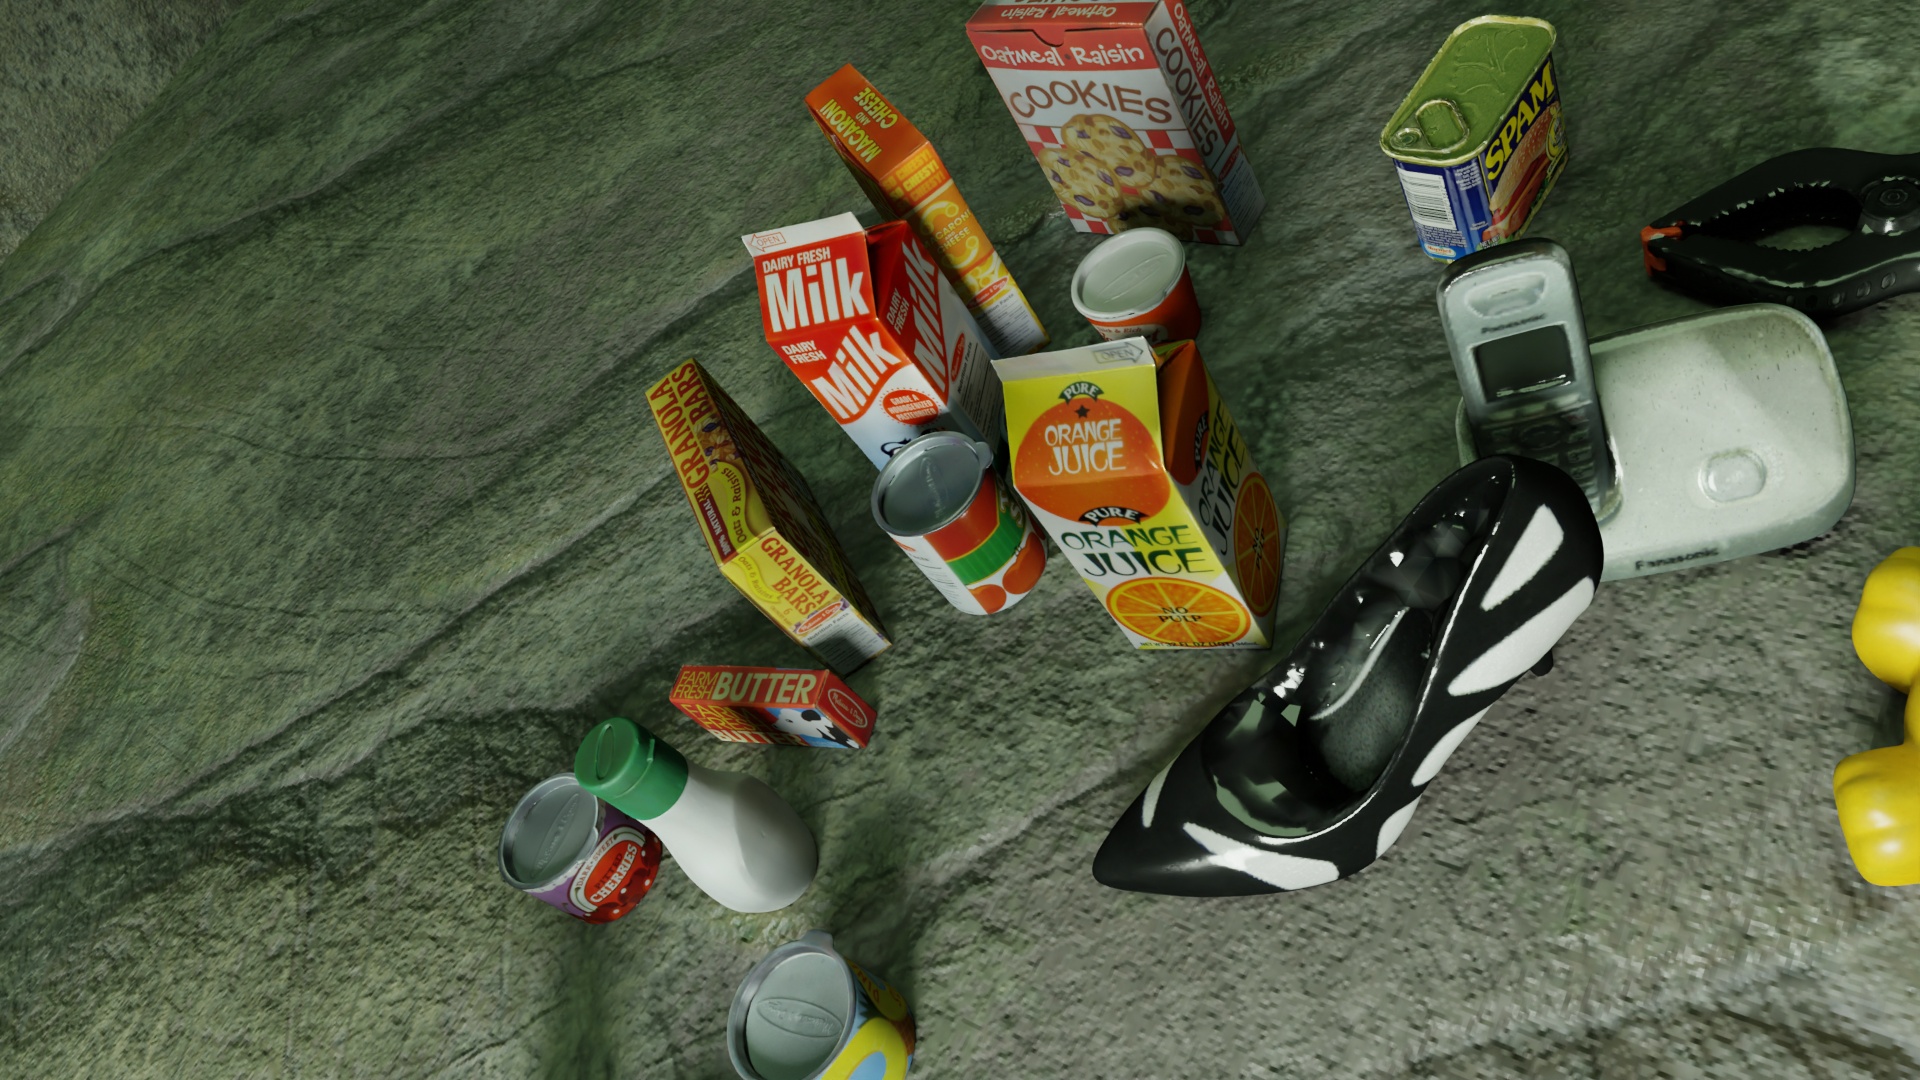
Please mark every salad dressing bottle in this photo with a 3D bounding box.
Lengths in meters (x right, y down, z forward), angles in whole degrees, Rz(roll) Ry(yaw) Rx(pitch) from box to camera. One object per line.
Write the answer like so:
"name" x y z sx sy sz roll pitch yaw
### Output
"salad dressing bottle" -0.125 0.132 0.670 0.044 0.147 0.064 -19 49 19

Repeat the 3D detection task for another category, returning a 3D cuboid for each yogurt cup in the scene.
"yogurt cup" 0.104 -0.138 0.799 0.072 0.053 0.073 -16 50 21

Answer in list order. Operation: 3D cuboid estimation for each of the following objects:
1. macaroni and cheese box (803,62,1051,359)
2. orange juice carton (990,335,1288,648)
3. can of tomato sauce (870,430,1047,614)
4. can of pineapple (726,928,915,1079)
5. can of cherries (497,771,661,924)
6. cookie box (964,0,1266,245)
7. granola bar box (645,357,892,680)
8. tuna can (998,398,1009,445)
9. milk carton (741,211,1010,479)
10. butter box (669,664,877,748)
"macaroni and cheese box" -0.020 -0.192 0.838 0.040 0.166 0.124 -37 46 2
"orange juice carton" 0.085 -0.026 0.630 0.072 0.192 0.073 -3 56 30
"can of tomato sauce" 0.003 -0.009 0.744 0.071 0.083 0.071 -17 50 21
"can of pineapple" -0.061 0.220 0.627 0.071 0.057 0.071 -16 50 21
"can of cherries" -0.204 0.169 0.753 0.071 0.058 0.072 -16 50 21
"cookie box" 0.093 -0.245 0.809 0.123 0.167 0.040 16 67 39
"granola bar box" -0.111 -0.013 0.788 0.039 0.124 0.166 -36 46 4
"tuna can" 0.057 -0.066 0.788 0.071 0.032 0.071 -16 50 21
"milk carton" -0.041 -0.109 0.772 0.072 0.190 0.074 -6 54 28
"butter box" -0.103 0.090 0.754 0.103 0.053 0.024 -1 57 31
